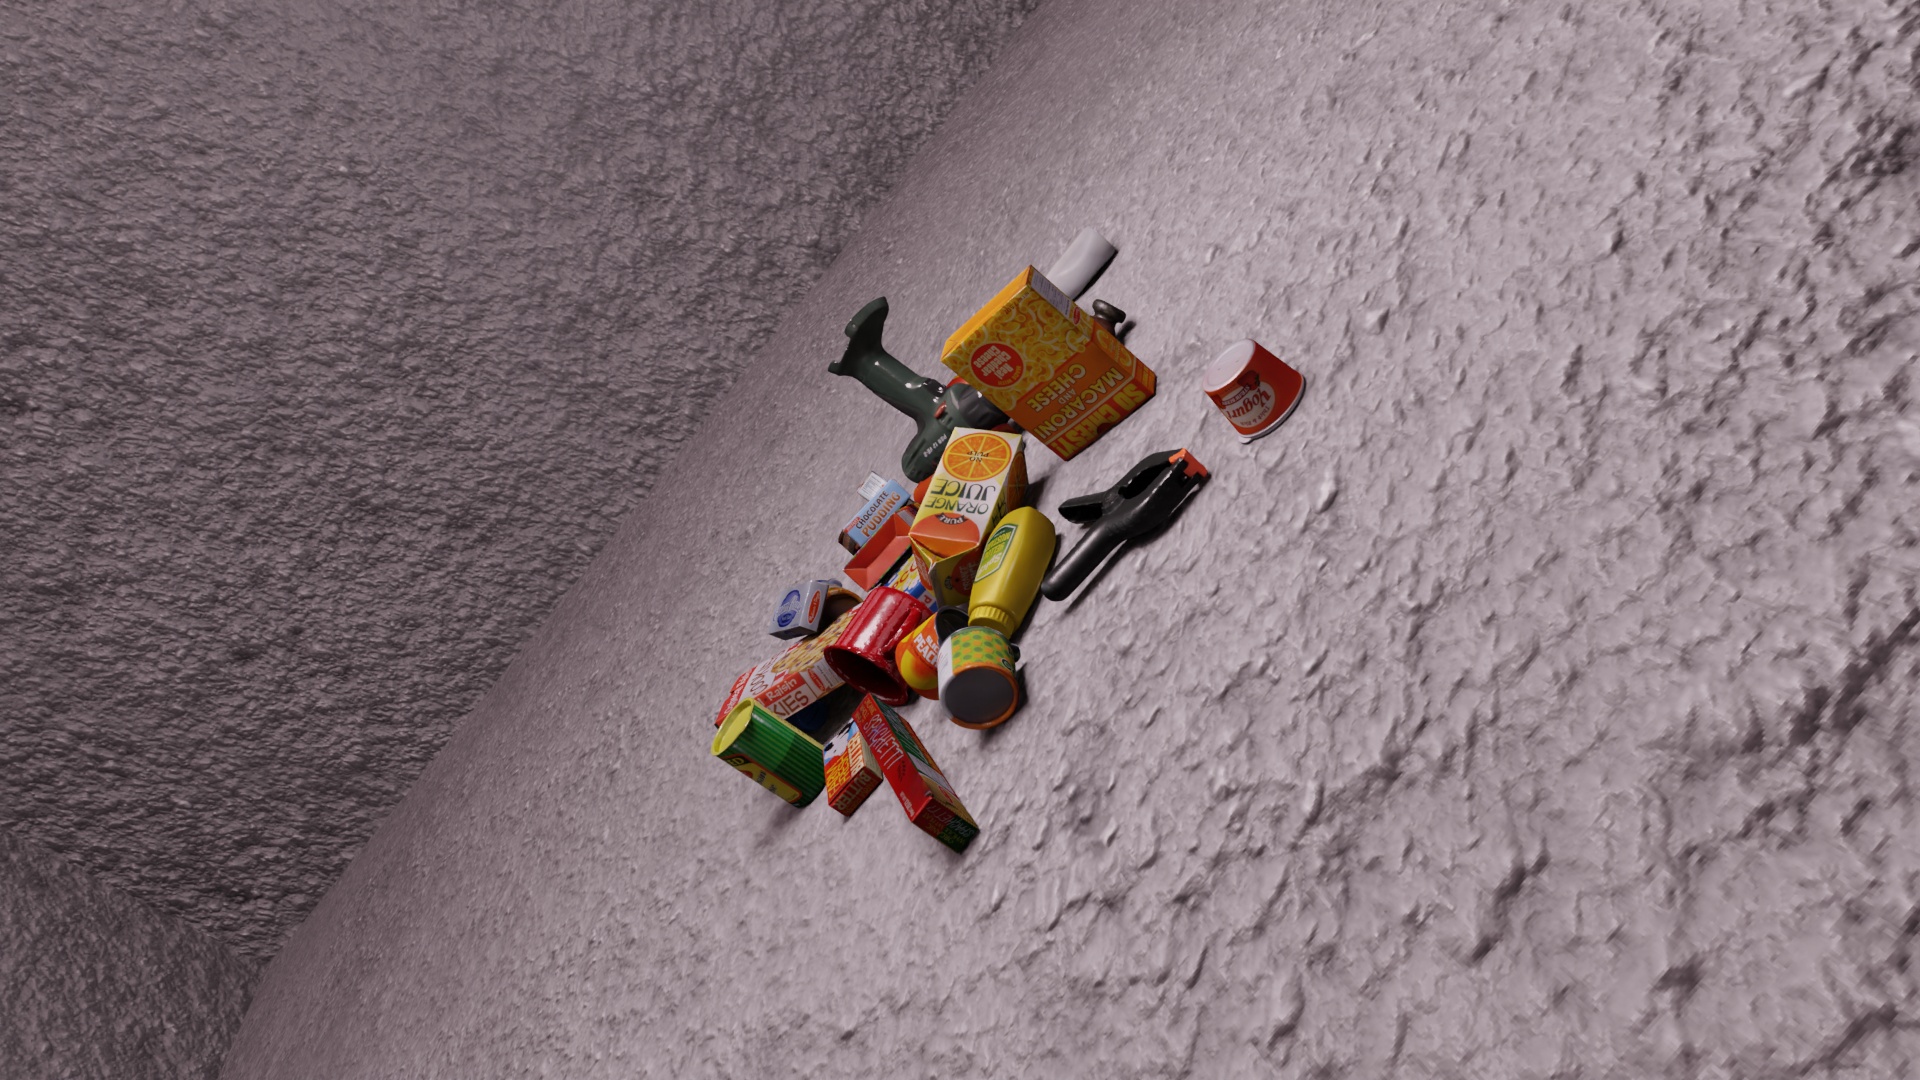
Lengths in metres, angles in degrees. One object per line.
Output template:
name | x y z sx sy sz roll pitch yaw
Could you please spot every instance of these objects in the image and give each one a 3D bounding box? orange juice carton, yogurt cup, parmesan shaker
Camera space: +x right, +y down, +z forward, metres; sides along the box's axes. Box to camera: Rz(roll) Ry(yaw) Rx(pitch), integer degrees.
orange juice carton | 0.005 -0.017 1.341 0.073 0.071 0.194 8 49 17
yogurt cup | 0.229 -0.123 1.101 0.072 0.054 0.073 -43 21 21
parmesan shaker | -0.181 0.208 1.357 0.071 0.103 0.071 -44 21 22

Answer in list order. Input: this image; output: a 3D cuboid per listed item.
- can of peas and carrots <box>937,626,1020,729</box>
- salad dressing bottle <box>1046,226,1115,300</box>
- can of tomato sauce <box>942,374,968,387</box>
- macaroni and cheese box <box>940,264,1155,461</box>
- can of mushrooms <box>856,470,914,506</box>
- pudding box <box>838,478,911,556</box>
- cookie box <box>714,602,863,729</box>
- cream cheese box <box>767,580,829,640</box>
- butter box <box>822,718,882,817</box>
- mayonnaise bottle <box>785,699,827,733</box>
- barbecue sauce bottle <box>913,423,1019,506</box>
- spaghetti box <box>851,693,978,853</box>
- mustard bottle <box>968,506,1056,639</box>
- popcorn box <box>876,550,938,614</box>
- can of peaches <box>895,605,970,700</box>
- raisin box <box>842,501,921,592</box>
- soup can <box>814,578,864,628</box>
can of peas and carrots | 0.017 0.114 1.147 0.070 0.071 0.059 -45 21 19
salad dressing bottle | 0.122 -0.305 1.664 0.147 0.044 0.064 -50 22 9
can of tomato sauce | 0.032 -0.189 1.621 0.083 0.071 0.071 -48 20 9
macaroni and cheese box | 0.084 -0.164 1.323 0.123 0.166 0.040 -38 25 35
can of mushrooms | -0.088 -0.051 1.655 0.033 0.071 0.071 -54 20 -2
pudding box | -0.094 -0.025 1.511 0.084 0.030 0.049 -47 -3 -19
cookie box | -0.167 0.138 1.443 0.167 0.040 0.123 -31 12 11
cream cheese box | -0.175 0.076 1.498 0.103 0.024 0.053 -19 54 62
butter box | -0.102 0.209 1.297 0.053 0.024 0.104 -47 20 10
mayonnaise bottle | -0.195 0.196 1.496 0.147 0.041 0.065 -23 31 52
barbecue sauce bottle | 0.004 -0.074 1.522 0.148 0.043 0.065 -32 15 45
spaghetti box | -0.043 0.189 1.166 0.028 0.050 0.250 -51 20 0
mustard bottle | 0.040 0.042 1.238 0.065 0.049 0.161 -33 27 45
popcorn box | -0.043 0.047 1.426 0.126 0.038 0.085 -47 21 13
can of peaches | -0.017 0.101 1.231 0.058 0.071 0.071 -40 23 32
raisin box | -0.074 0.006 1.501 0.086 0.040 0.123 -49 -3 11
soup can | -0.144 0.079 1.548 0.071 0.071 0.084 -55 21 -9
